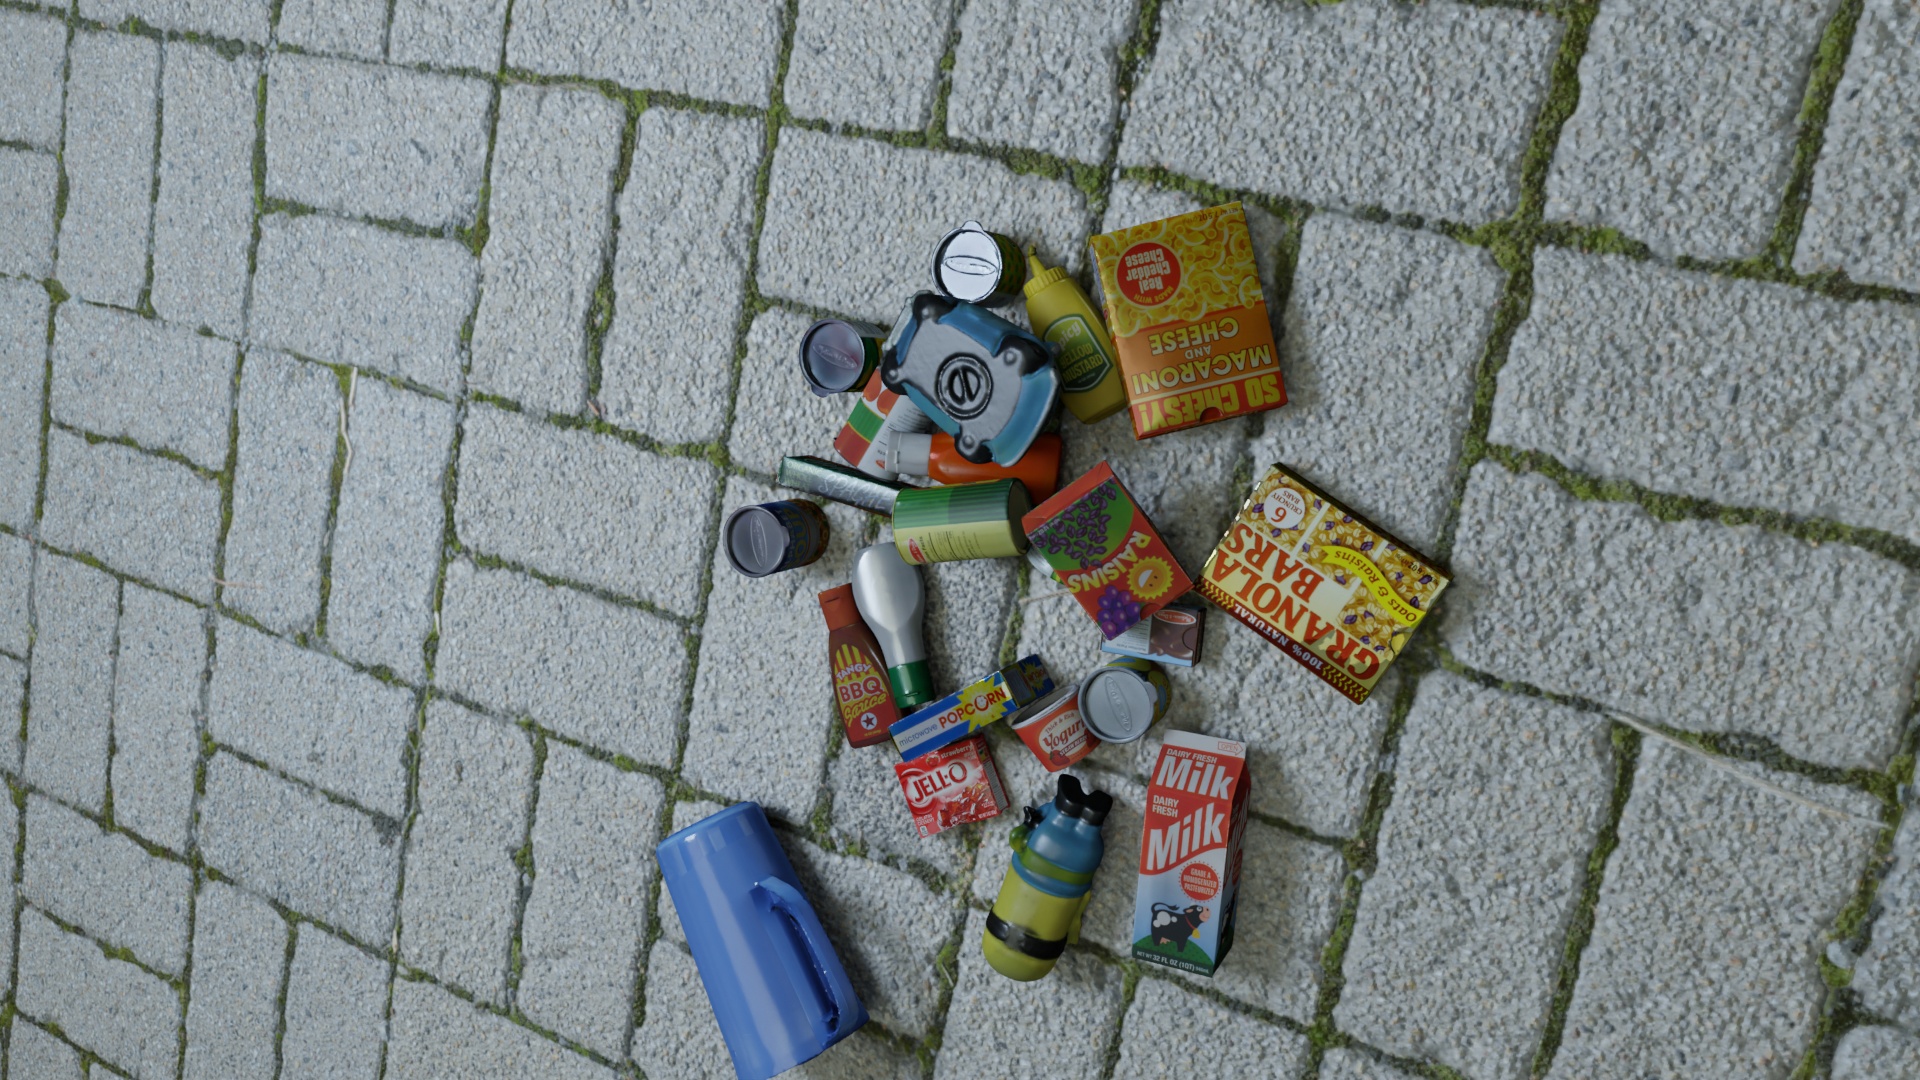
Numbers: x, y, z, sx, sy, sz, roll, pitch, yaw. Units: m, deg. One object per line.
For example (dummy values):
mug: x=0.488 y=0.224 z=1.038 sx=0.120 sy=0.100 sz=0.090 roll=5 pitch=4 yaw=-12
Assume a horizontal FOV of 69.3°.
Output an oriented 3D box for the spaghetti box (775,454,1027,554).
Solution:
spaghetti box: x=-0.048 y=-0.034 z=1.247 sx=0.250 sy=0.050 sz=0.028 roll=17 pitch=101 yaw=22

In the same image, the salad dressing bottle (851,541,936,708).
salad dressing bottle: x=-0.057 y=0.077 z=1.257 sx=0.064 sy=0.044 sz=0.147 roll=-14 pitch=84 yaw=2

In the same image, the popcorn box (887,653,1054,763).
popcorn box: x=0.009 y=0.147 z=1.222 sx=0.126 sy=0.085 sz=0.038 roll=-29 pitch=83 yaw=24

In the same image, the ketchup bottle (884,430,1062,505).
ketchup bottle: x=0.011 y=-0.068 z=1.191 sx=0.149 sy=0.044 sz=0.064 roll=7 pitch=107 yaw=0

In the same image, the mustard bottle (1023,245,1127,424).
mustard bottle: x=0.091 y=-0.178 z=1.169 sx=0.065 sy=0.049 sz=0.160 roll=-29 pitch=84 yaw=19

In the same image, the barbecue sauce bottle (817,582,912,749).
barbecue sauce bottle: x=-0.093 y=0.114 z=1.287 sx=0.065 sy=0.044 sz=0.148 roll=-18 pitch=88 yaw=18

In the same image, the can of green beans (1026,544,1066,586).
can of green beans: x=0.098 y=0.002 z=1.177 sx=0.071 sy=0.071 sz=0.057 roll=33 pitch=109 yaw=17

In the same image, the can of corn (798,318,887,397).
can of corn: x=-0.104 y=-0.164 z=1.253 sx=0.071 sy=0.058 sz=0.071 roll=3 pitch=97 yaw=24

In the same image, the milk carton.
milk carton: x=0.194 y=0.254 z=1.157 sx=0.072 sy=0.073 sz=0.190 roll=7 pitch=98 yaw=23

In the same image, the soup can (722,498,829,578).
soup can: x=-0.167 y=-0.004 z=1.284 sx=0.071 sy=0.084 sz=0.071 roll=3 pitch=98 yaw=24

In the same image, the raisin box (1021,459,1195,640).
raisin box: x=0.120 y=0.009 z=1.123 sx=0.086 sy=0.040 sz=0.123 roll=-35 pitch=112 yaw=8

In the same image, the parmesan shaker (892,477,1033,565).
parmesan shaker: x=0.004 y=-0.015 z=1.163 sx=0.103 sy=0.071 sz=0.071 roll=-5 pitch=94 yaw=22

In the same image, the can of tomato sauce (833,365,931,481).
can of tomato sauce: x=-0.066 y=-0.106 z=1.239 sx=0.071 sy=0.071 sz=0.083 roll=37 pitch=108 yaw=16

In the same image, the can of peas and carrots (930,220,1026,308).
can of peas and carrots: x=0.016 y=-0.236 z=1.191 sx=0.071 sy=0.059 sz=0.071 roll=3 pitch=96 yaw=24

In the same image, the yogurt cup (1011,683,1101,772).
yogurt cup: x=0.086 y=0.164 z=1.202 sx=0.072 sy=0.072 sz=0.054 roll=-31 pitch=91 yaw=24

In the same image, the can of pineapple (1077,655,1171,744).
can of pineapple: x=0.141 y=0.133 z=1.176 sx=0.071 sy=0.058 sz=0.071 roll=3 pitch=97 yaw=24

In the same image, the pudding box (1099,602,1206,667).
pudding box: x=0.163 y=0.076 z=1.175 sx=0.084 sy=0.030 sz=0.049 roll=8 pitch=98 yaw=23

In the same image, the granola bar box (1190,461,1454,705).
granola bar box: x=0.287 y=0.033 z=1.111 sx=0.166 sy=0.039 sz=0.123 roll=36 pitch=109 yaw=17

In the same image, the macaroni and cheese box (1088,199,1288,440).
macaroni and cheese box: x=0.181 y=-0.174 z=1.112 sx=0.124 sy=0.040 sz=0.166 roll=-13 pitch=90 yaw=3
